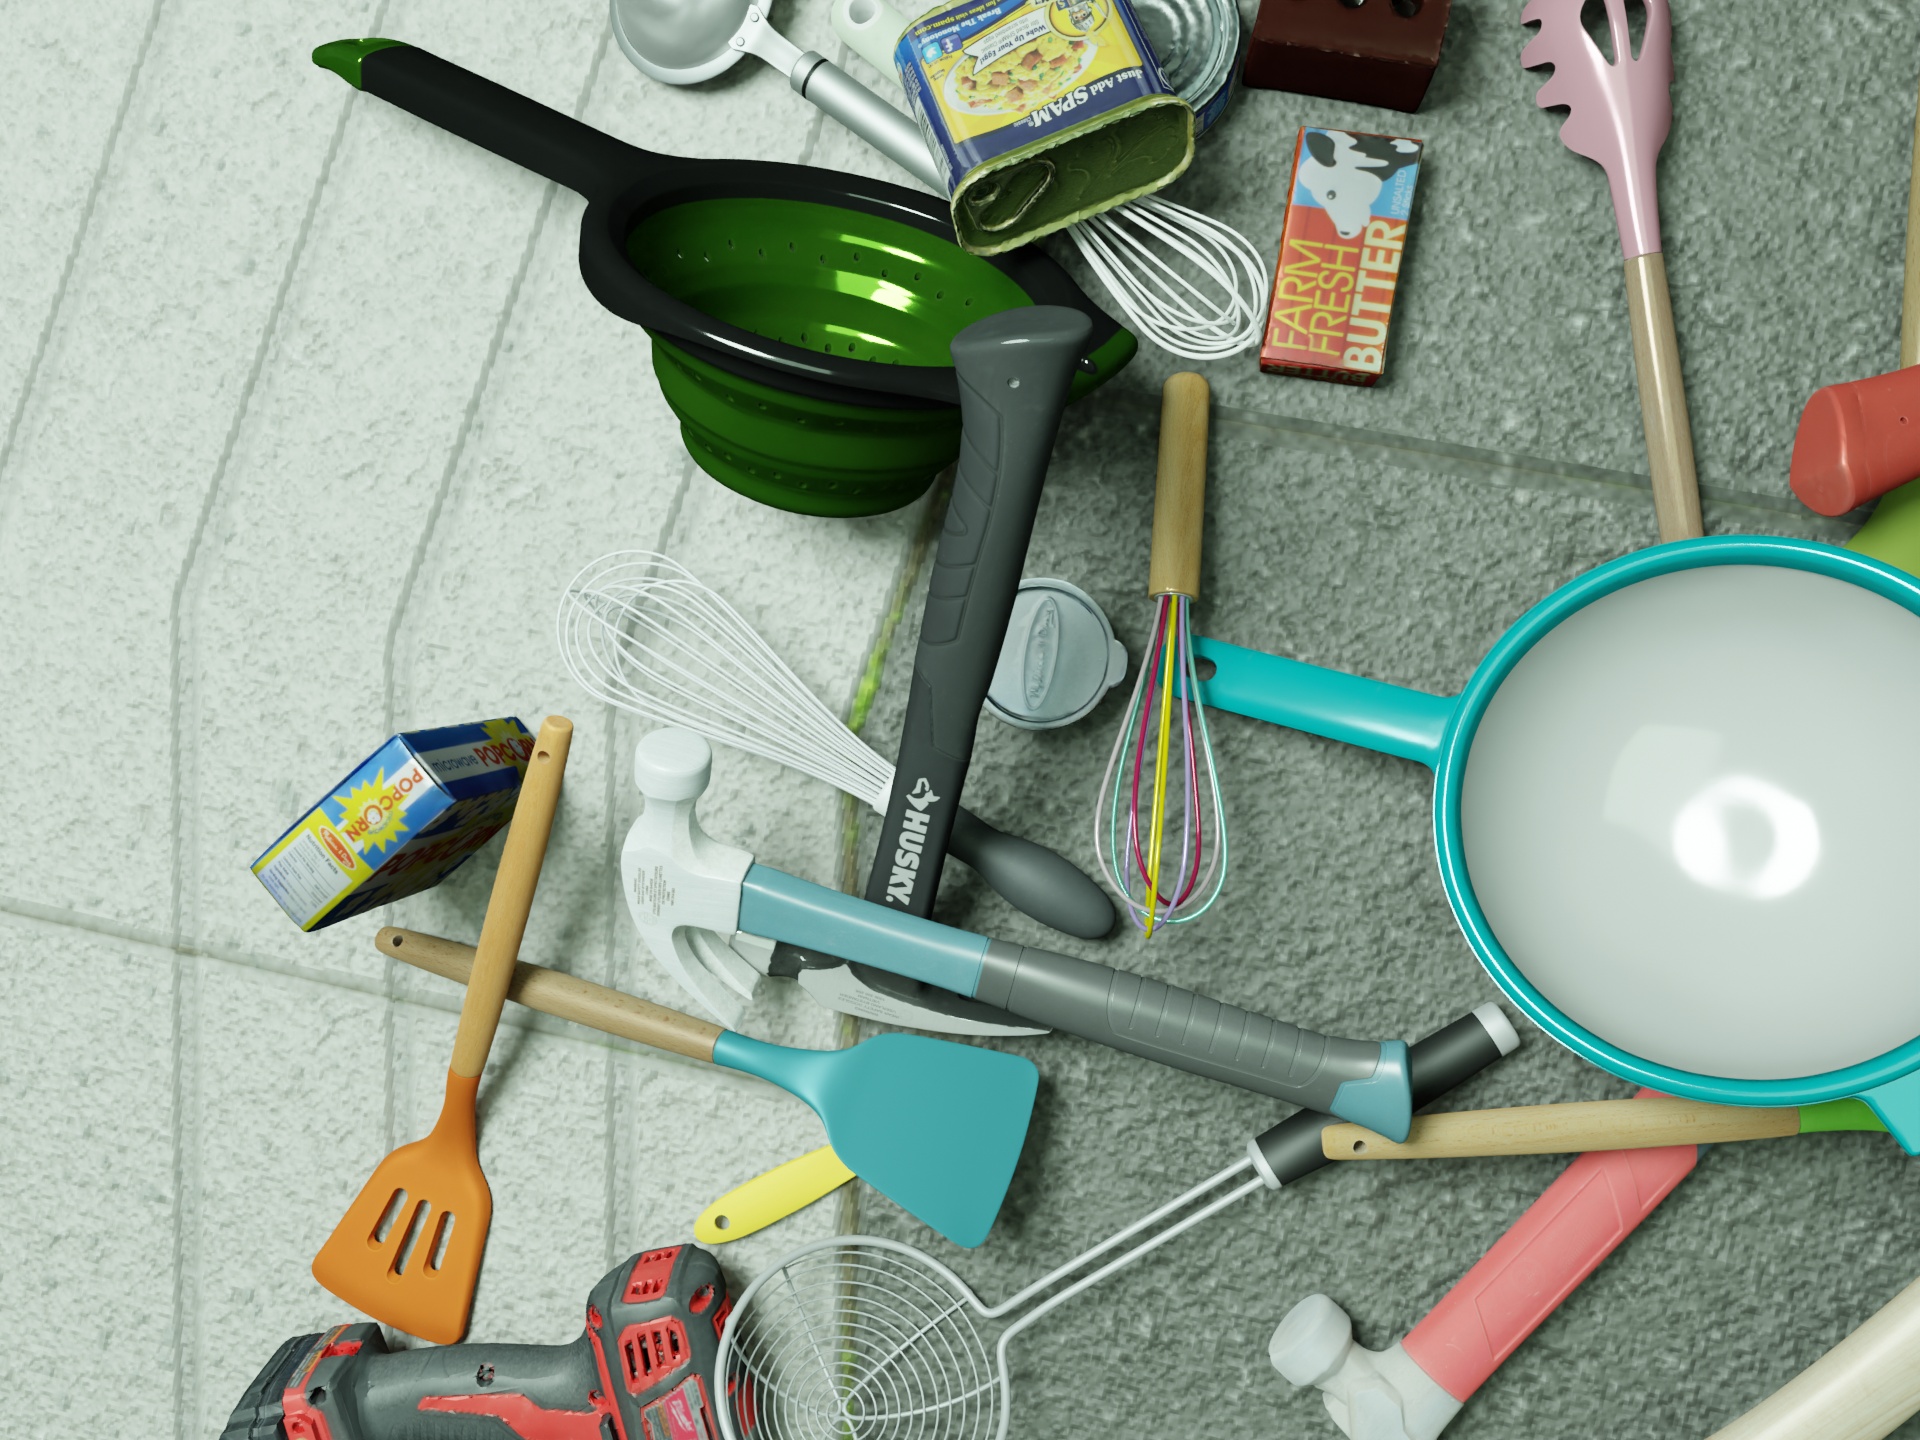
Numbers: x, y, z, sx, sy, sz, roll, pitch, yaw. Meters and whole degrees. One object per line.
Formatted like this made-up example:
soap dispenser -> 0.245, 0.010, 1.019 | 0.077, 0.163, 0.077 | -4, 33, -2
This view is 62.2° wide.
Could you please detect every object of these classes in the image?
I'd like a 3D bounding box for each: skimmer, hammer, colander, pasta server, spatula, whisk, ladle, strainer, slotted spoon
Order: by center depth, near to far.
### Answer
hammer -> 0.382, 0.232, 0.602 | 0.146, 0.038, 0.410 | 43, 102, -2
hammer -> 0.484, -0.165, 0.607 | 0.359, 0.036, 0.149 | -28, 86, -4
hammer -> -0.001, -0.002, 0.615 | 0.146, 0.035, 0.334 | 17, 127, 4
slotted spoon -> 0.303, 0.156, 0.631 | 0.314, 0.031, 0.070 | -6, 95, 7
hammer -> 0.022, 0.103, 0.638 | 0.331, 0.033, 0.128 | 16, 126, 5
strainer -> 0.245, 0.025, 0.648 | 0.340, 0.095, 0.211 | 17, 85, 29
ladle -> 0.391, -0.159, 0.653 | 0.078, 0.062, 0.320 | 6, 85, 10
hammer -> 0.311, 0.176, 0.663 | 0.143, 0.038, 0.386 | 42, 96, 4
whisk -> 0.090, -0.031, 0.666 | 0.051, 0.047, 0.245 | -2, 76, 32
skimmer -> 0.070, 0.213, 0.668 | 0.363, 0.090, 0.127 | -32, 56, 5
pasta server -> 0.289, -0.166, 0.669 | 0.060, 0.040, 0.316 | -9, 94, 7
colander -> -0.124, -0.186, 0.680 | 0.397, 0.204, 0.094 | 29, 128, 17
whisk -> 0.036, -0.240, 0.690 | 0.246, 0.059, 0.058 | 42, 89, 10
strainer -> -0.071, -0.287, 0.692 | 0.258, 0.050, 0.087 | 38, 106, 9
spatula -> -0.217, 0.140, 0.702 | 0.081, 0.041, 0.322 | 24, 115, 6
whisk -> -0.054, 0.017, 0.702 | 0.284, 0.070, 0.070 | 32, 95, 1
spatula -> -0.126, 0.142, 0.708 | 0.317, 0.044, 0.082 | 14, 70, 19

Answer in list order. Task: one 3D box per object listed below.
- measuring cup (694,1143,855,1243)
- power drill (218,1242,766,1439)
measuring cup -> -0.054, 0.200, 0.713 | 0.156, 0.029, 0.062 | -28, 87, 4
power drill -> -0.197, 0.325, 0.710 | 0.219, 0.078, 0.143 | -13, 100, 3
